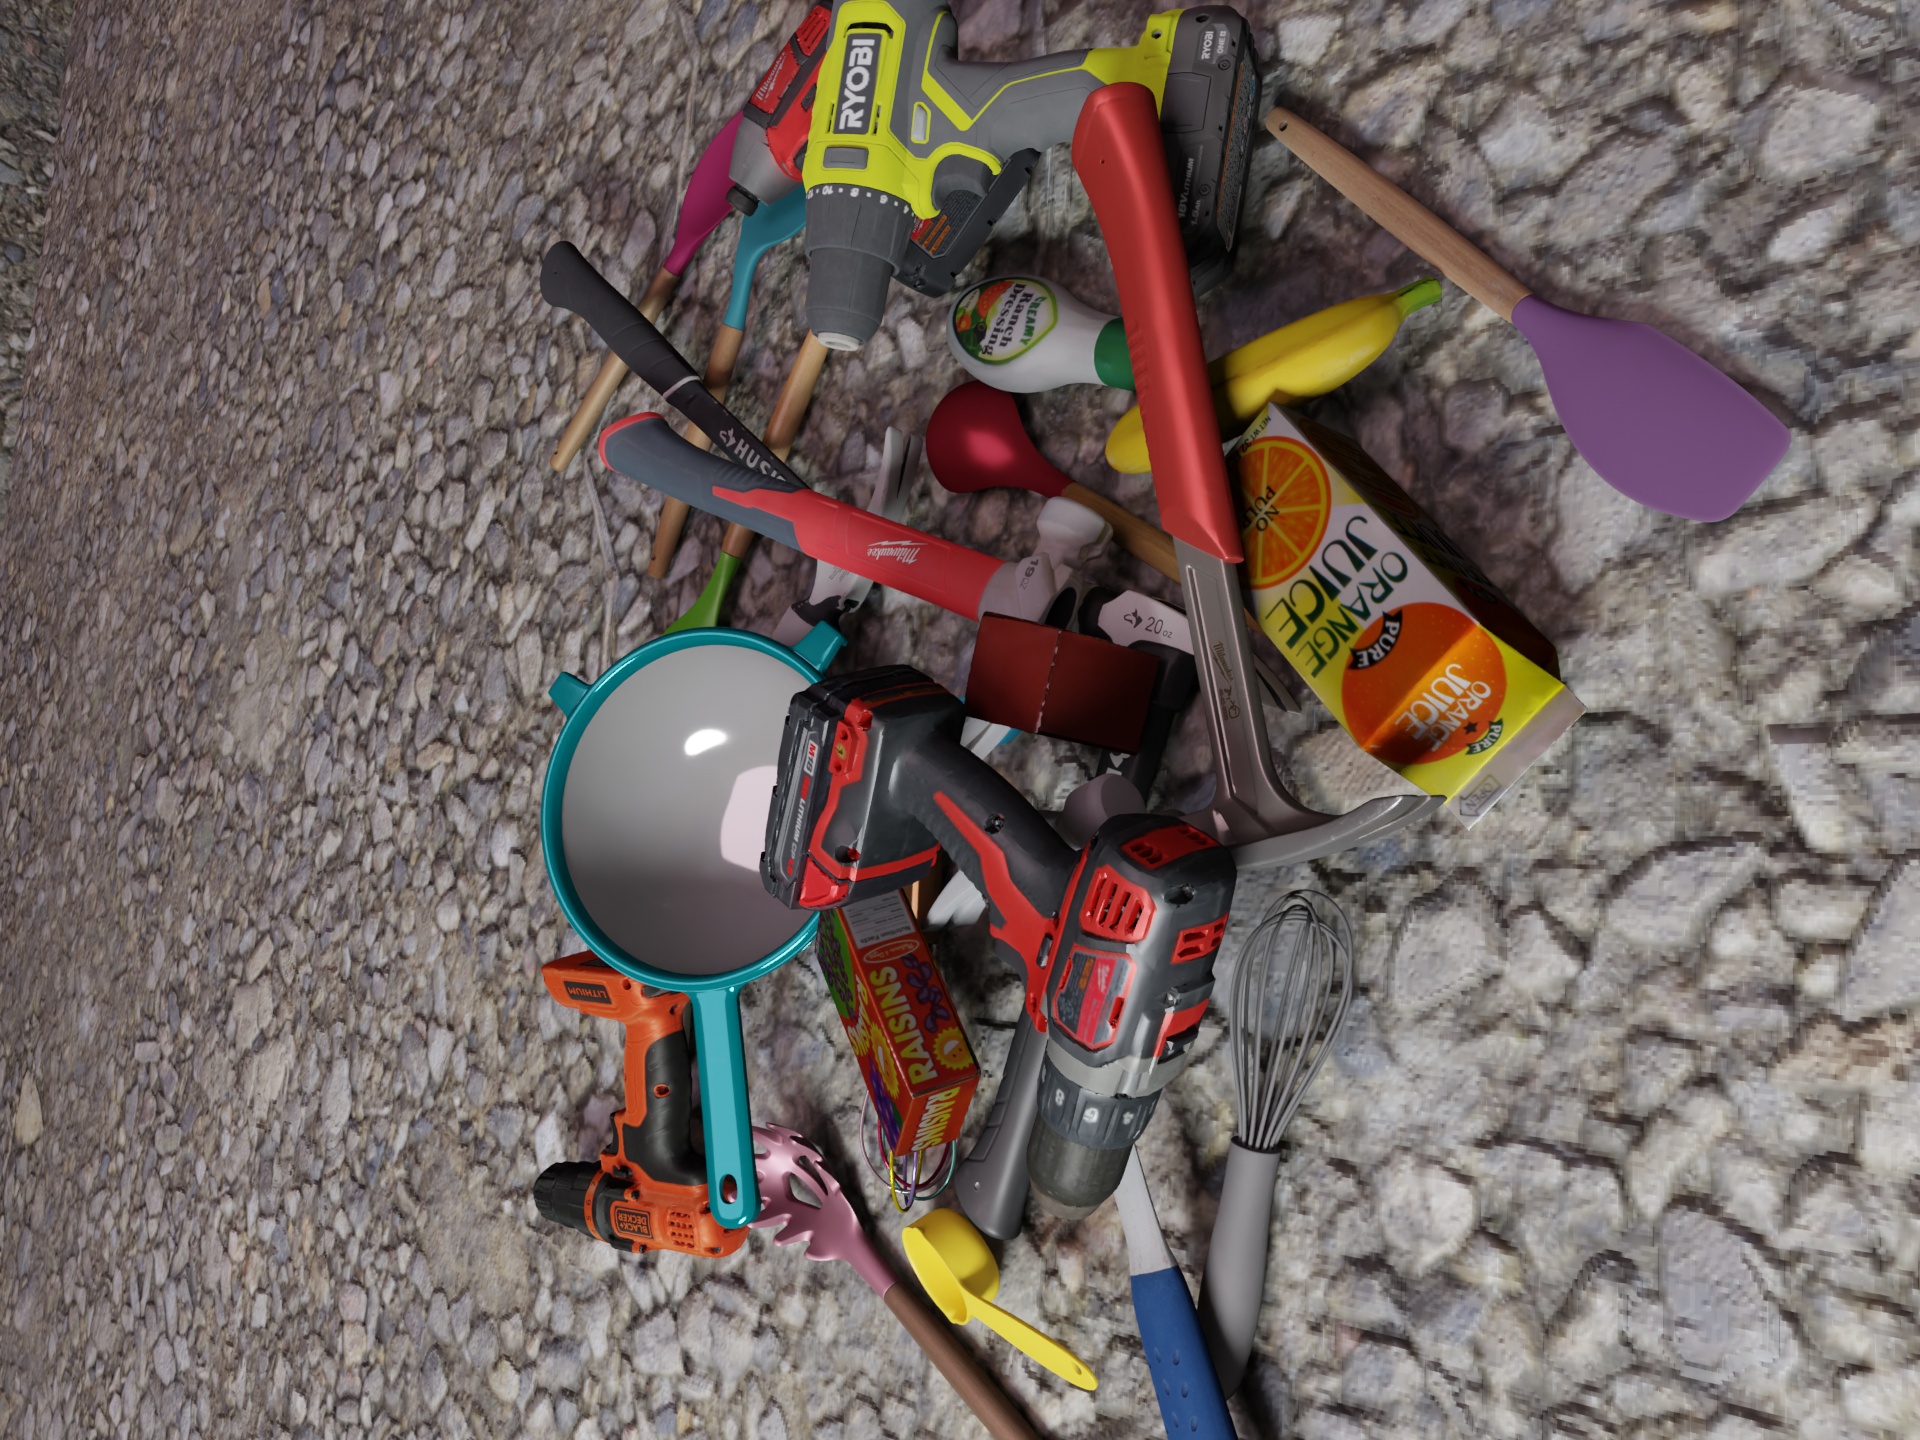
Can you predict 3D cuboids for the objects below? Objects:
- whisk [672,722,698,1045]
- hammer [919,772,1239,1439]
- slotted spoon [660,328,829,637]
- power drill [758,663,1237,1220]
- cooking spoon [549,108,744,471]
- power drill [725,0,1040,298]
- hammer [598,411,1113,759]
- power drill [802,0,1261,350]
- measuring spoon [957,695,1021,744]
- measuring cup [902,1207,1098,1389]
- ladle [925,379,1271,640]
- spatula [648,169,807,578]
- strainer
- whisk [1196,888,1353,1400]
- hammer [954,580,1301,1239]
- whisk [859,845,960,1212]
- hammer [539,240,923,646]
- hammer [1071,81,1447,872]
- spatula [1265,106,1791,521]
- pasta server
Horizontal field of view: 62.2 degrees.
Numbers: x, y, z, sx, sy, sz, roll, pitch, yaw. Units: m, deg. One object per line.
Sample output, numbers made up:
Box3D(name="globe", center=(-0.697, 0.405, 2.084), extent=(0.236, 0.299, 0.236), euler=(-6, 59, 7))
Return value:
Box3D(name="whisk", center=(-0.182, 0.105, 1.037), extent=(0.059, 0.058, 0.246), euler=(177, 97, -85))
Box3D(name="hammer", center=(0.081, 0.237, 0.717), extent=(0.144, 0.035, 0.406), euler=(-33, 67, 44))
Box3D(name="slotted spoon", center=(-0.143, -0.135, 1.056), extent=(0.070, 0.031, 0.313), euler=(34, 105, 39))
Box3D(name="power drill", center=(0.010, 0.093, 0.707), extent=(0.227, 0.080, 0.187), euler=(33, 122, 36))
Box3D(name="cooking spoon", center=(-0.225, -0.310, 1.172), extent=(0.318, 0.017, 0.069), euler=(-51, 51, 24))
Box3D(name="power drill", center=(-0.063, -0.349, 0.971), extent=(0.143, 0.078, 0.220), euler=(-53, 46, 8))
Box3D(name="hammer", center=(-0.094, -0.101, 0.913), extent=(0.387, 0.038, 0.143), euler=(25, 84, 39))
Box3D(name="power drill", center=(0.026, -0.280, 0.814), extent=(0.228, 0.080, 0.190), euler=(9, 90, 18))
Box3D(name="measuring spoon", center=(-0.001, -0.003, 0.904), extent=(0.129, 0.021, 0.042), euler=(-7, 77, 53))
Box3D(name="measuring cup", center=(0.025, 0.287, 0.787), extent=(0.157, 0.029, 0.062), euler=(10, 124, 54))
Box3D(name="ladle", center=(0.075, -0.107, 0.838), extent=(0.316, 0.031, 0.069), euler=(39, 108, 39))
Box3D(name="spatula", center=(-0.153, -0.242, 1.088), extent=(0.082, 0.044, 0.317), euler=(37, 113, 40))
Box3D(name="strainer", center=(-0.130, 0.118, 0.941), extent=(0.211, 0.095, 0.340), euler=(-10, 79, 18))
Box3D(name="whisk", center=(0.135, 0.193, 0.714), extent=(0.055, 0.055, 0.239), euler=(14, 97, 45))
Box3D(name="hammer", center=(0.064, 0.103, 0.803), extent=(0.146, 0.035, 0.335), euler=(22, 98, 45))
Box3D(name="whisk", center=(-0.023, 0.144, 0.877), extent=(0.051, 0.047, 0.245), euler=(-10, 73, 44))
Box3D(name="hammer", center=(-0.172, -0.213, 1.048), extent=(0.409, 0.036, 0.149), euler=(46, 111, 32))
Box3D(name="hammer", center=(0.105, -0.115, 0.691), extent=(0.149, 0.036, 0.359), euler=(-21, 73, 47))
Box3D(name="spatula", center=(0.231, -0.194, 0.706), extent=(0.059, 0.018, 0.316), euler=(-57, 50, 29))
Box3D(name="pasta server", center=(-0.025, 0.324, 0.848), extent=(0.316, 0.040, 0.060), euler=(37, 104, 40))
